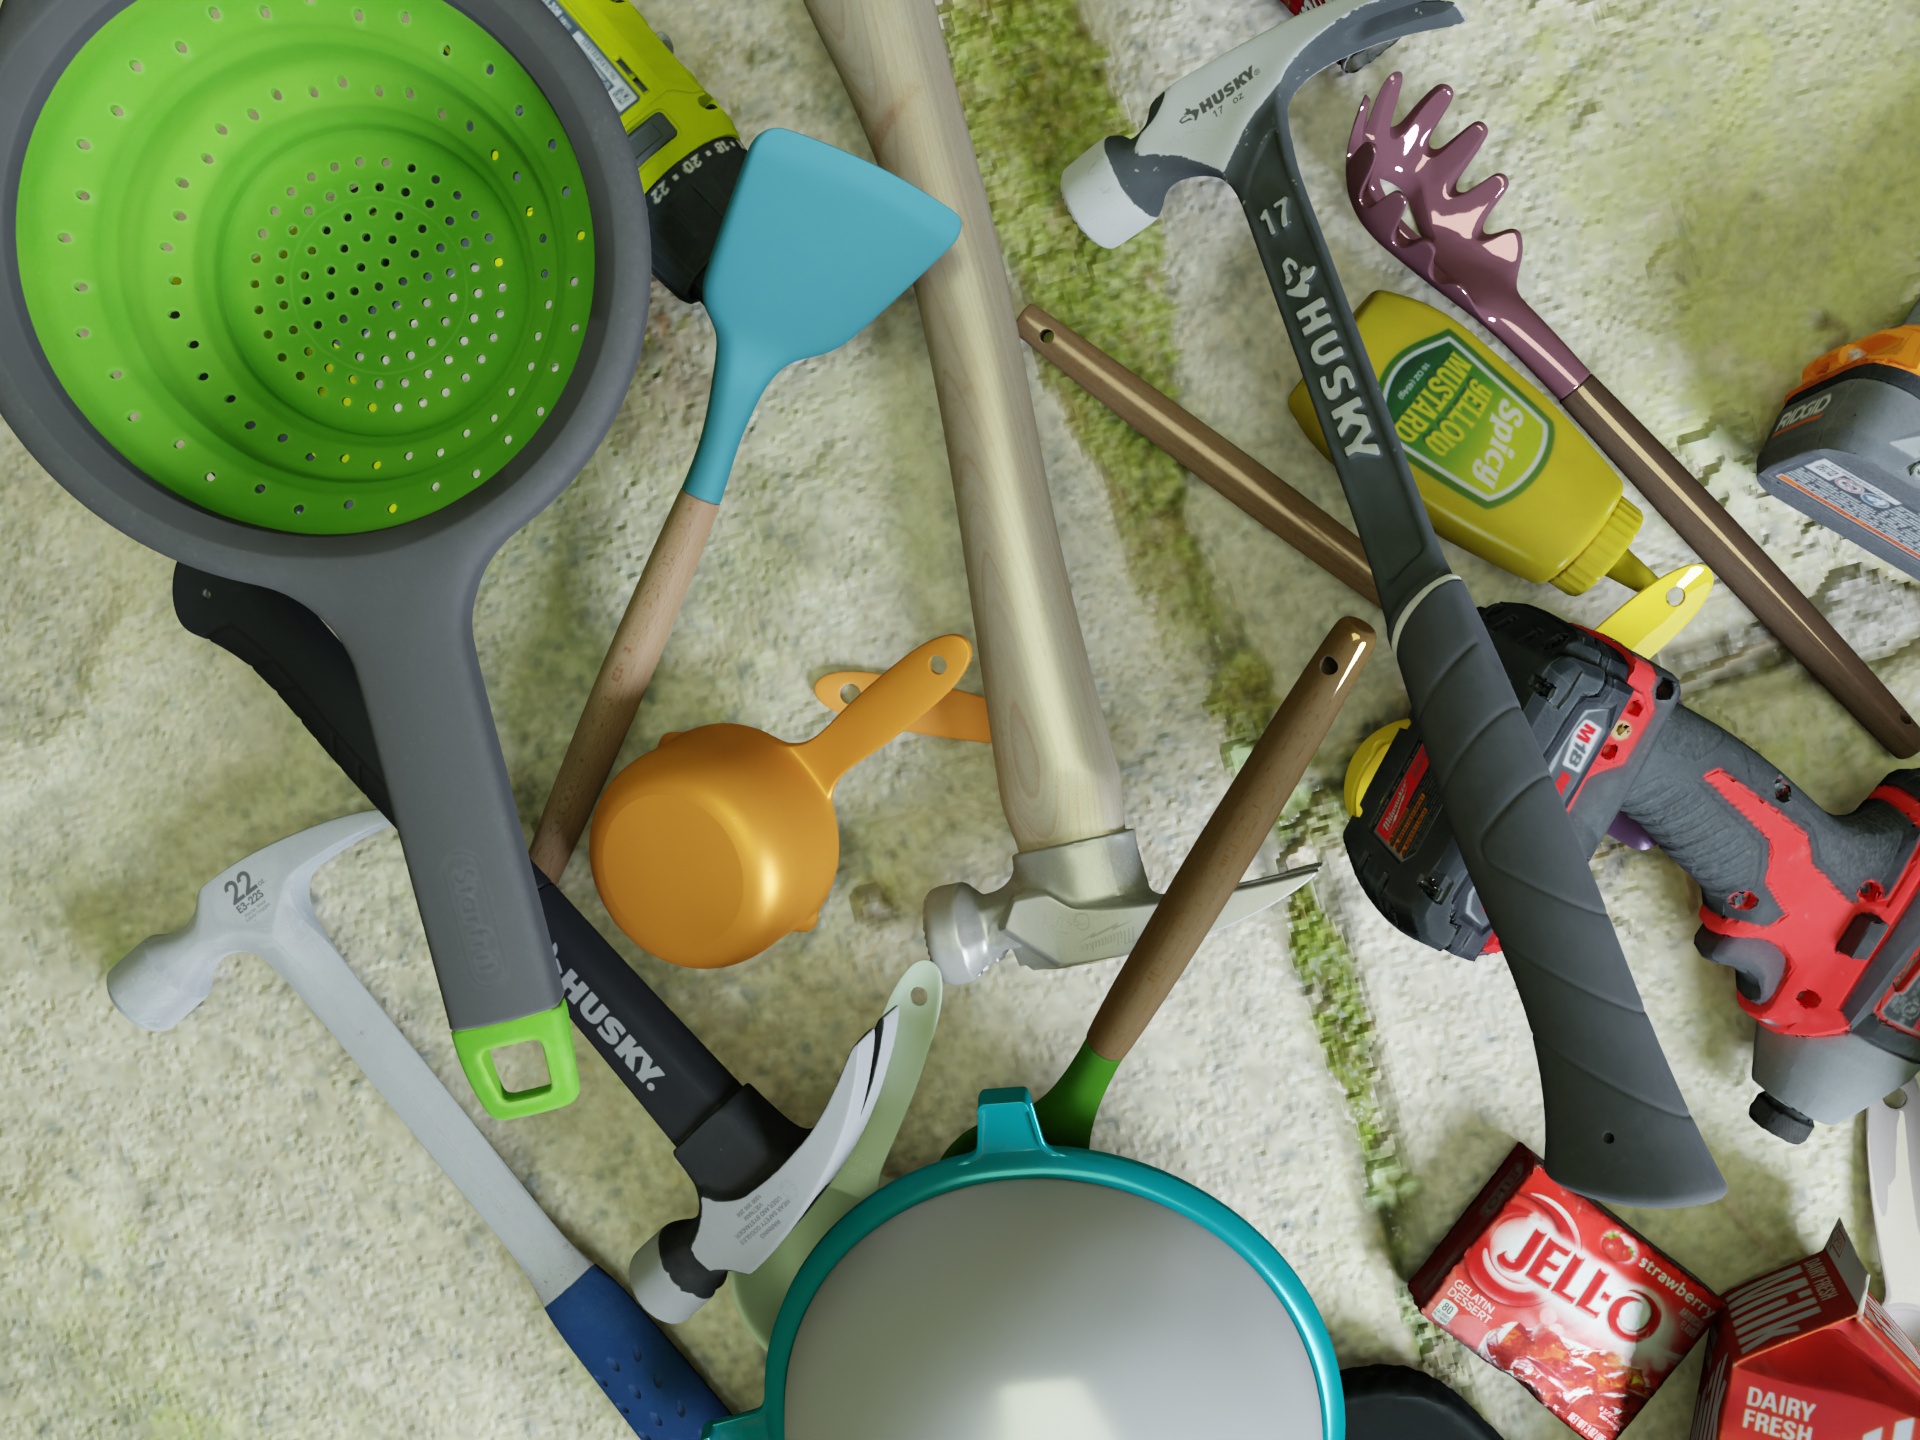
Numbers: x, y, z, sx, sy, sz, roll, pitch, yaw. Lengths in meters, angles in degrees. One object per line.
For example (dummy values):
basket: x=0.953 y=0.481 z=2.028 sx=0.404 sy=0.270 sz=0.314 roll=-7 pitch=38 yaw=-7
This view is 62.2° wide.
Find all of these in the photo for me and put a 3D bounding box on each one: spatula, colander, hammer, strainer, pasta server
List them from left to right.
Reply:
colander: x=-0.183 y=-0.068 z=0.527 sx=0.204 sy=0.094 sz=0.397 roll=-12 pitch=99 yaw=-4
hammer: x=-0.166 y=0.052 z=0.575 sx=0.335 sy=0.035 sz=0.146 roll=47 pitch=113 yaw=6
hammer: x=-0.157 y=0.210 z=0.626 sx=0.144 sy=0.035 sz=0.405 roll=-40 pitch=88 yaw=4
spatula: x=-0.104 y=-0.056 z=0.587 sx=0.082 sy=0.044 sz=0.317 roll=15 pitch=109 yaw=-35
hammer: x=0.018 y=-0.115 z=0.589 sx=0.146 sy=0.038 sz=0.411 roll=-13 pitch=88 yaw=15
strainer: x=0.079 y=0.299 z=0.542 sx=0.340 sy=0.095 sz=0.211 roll=37 pitch=103 yaw=-2
spatula: x=0.151 y=-0.063 z=0.606 sx=0.316 sy=0.018 sz=0.059 roll=36 pitch=102 yaw=2
hammer: x=0.146 y=-0.053 z=0.503 sx=0.149 sy=0.036 sz=0.409 roll=-28 pitch=66 yaw=33
pasta server: x=0.251 y=-0.107 z=0.589 sx=0.316 sy=0.040 sz=0.060 roll=47 pitch=62 yaw=0

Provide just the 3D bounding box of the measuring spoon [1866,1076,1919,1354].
measuring spoon: x=0.354 y=0.190 z=0.600 sx=0.034 sy=0.018 sz=0.124 roll=-2 pitch=84 yaw=20

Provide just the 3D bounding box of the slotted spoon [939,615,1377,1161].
slotted spoon: x=0.063 y=0.096 z=0.553 sx=0.070 sy=0.031 sz=0.313 roll=38 pitch=121 yaw=23

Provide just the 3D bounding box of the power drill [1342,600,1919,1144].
power drill: x=0.257 y=0.059 z=0.556 sx=0.219 sy=0.079 sz=0.143 roll=23 pitch=103 yaw=-11

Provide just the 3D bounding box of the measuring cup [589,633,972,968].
measuring cup: x=-0.066 y=0.026 z=0.577 sx=0.173 sy=0.052 sz=0.095 roll=-39 pitch=88 yaw=27

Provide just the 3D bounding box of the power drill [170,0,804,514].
power drill: x=-0.179 y=-0.162 z=0.602 sx=0.228 sy=0.080 sz=0.190 roll=-40 pitch=93 yaw=2

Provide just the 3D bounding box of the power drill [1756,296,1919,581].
power drill: x=0.407 y=-0.152 z=0.557 sx=0.164 sy=0.084 sz=0.226 roll=31 pitch=89 yaw=3

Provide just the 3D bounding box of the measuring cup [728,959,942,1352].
measuring cup: x=-0.033 y=0.166 z=0.606 sx=0.083 sy=0.038 sz=0.167 roll=20 pitch=98 yaw=13

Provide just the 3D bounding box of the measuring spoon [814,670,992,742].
measuring spoon: x=-0.001 y=-0.002 z=0.622 sx=0.117 sy=0.011 sz=0.021 roll=11 pitch=92 yaw=4

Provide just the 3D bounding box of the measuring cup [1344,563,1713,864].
measuring cup: x=0.209 y=-0.005 z=0.590 sx=0.156 sy=0.029 sz=0.062 roll=-41 pitch=101 yaw=9
